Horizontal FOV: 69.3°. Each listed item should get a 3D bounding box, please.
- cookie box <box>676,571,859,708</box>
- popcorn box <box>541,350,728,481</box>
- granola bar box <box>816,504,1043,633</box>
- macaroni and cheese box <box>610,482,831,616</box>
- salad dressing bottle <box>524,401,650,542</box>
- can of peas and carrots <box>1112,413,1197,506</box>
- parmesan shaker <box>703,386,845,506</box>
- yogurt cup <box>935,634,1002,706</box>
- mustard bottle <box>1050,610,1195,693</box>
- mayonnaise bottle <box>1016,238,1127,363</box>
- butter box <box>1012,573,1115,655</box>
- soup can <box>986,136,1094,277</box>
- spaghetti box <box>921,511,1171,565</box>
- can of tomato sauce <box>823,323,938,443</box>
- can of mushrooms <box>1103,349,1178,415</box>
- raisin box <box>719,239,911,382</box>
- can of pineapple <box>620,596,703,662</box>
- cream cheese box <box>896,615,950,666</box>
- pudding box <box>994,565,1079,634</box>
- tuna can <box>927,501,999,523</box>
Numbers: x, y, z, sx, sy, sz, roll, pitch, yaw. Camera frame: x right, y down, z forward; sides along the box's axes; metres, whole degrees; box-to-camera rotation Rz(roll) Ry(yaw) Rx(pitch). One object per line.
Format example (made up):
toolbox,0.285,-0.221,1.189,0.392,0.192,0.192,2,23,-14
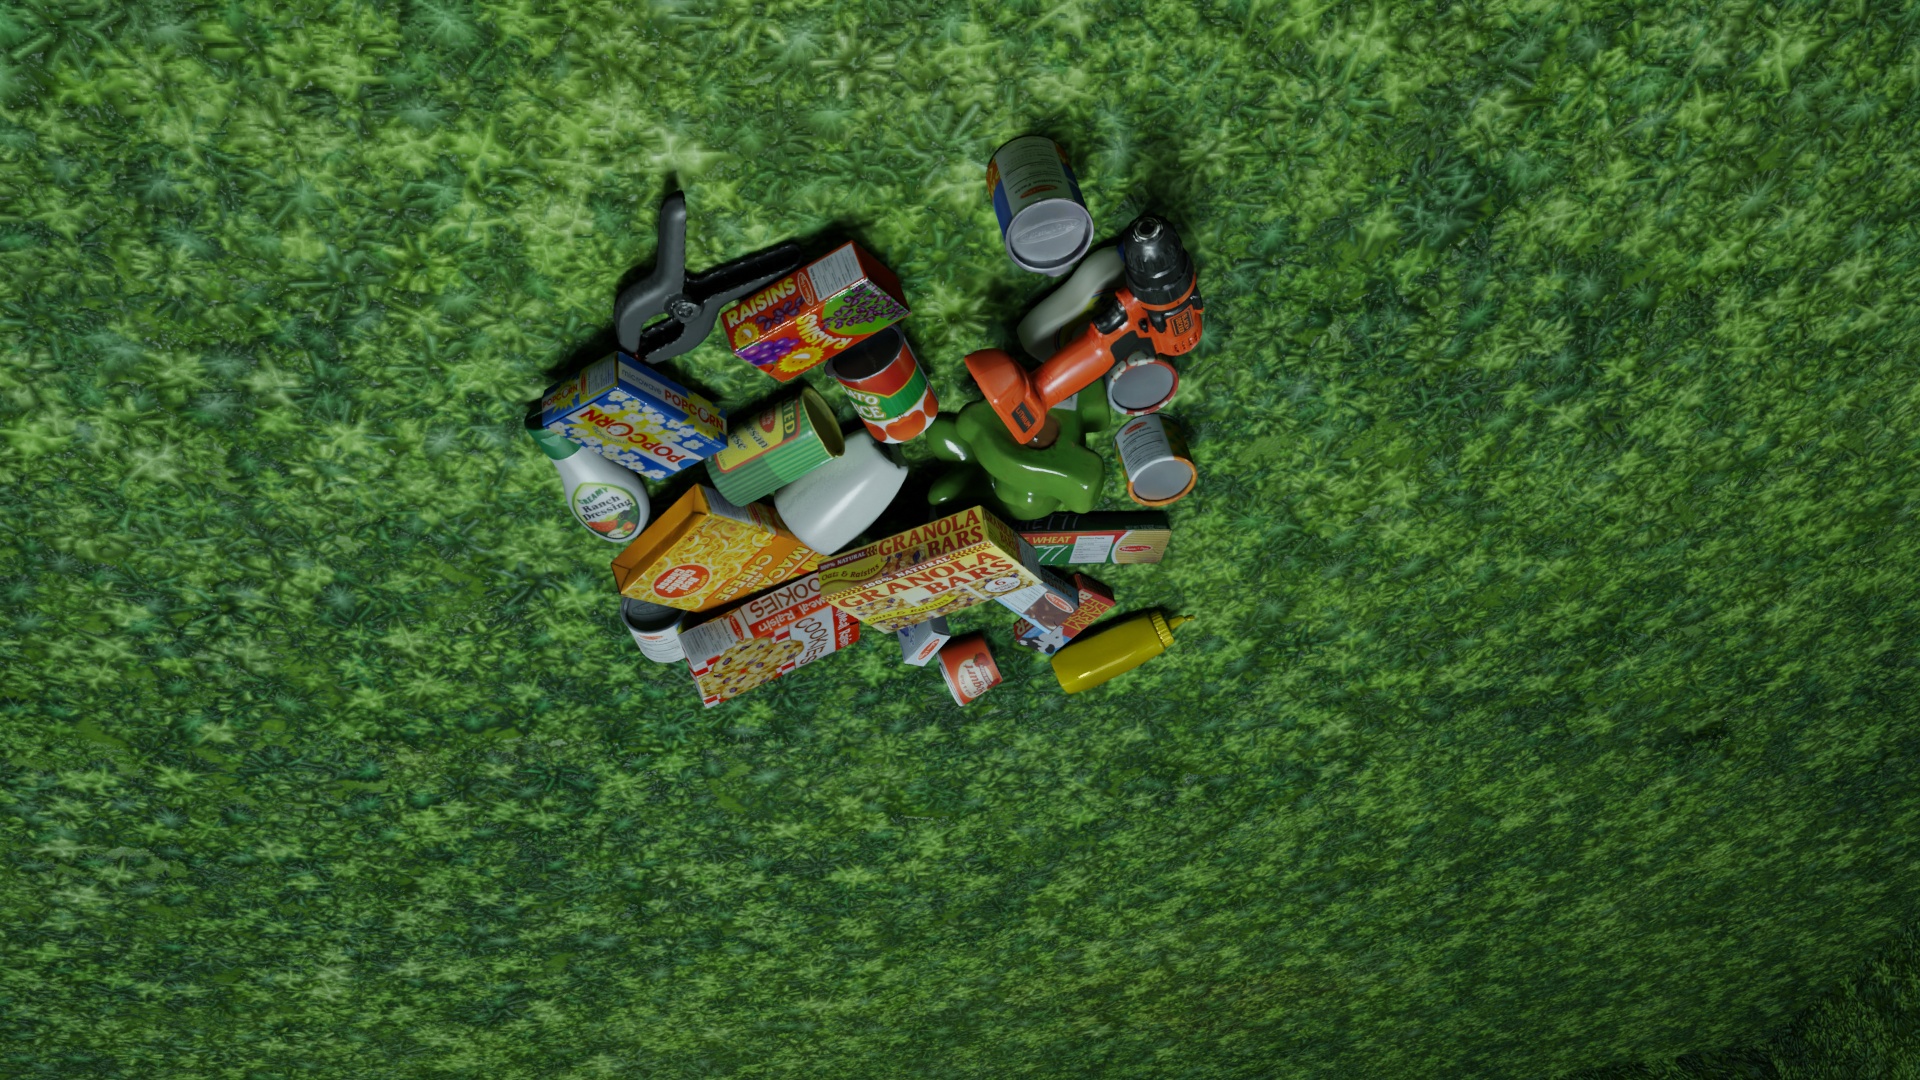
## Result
cookie box,-0.179,0.093,1.331,0.168,0.040,0.122,-24,159,-14
popcorn box,-0.263,-0.099,1.129,0.085,0.038,0.126,-22,149,28
granola bar box,-0.026,0.028,1.243,0.165,0.039,0.124,-19,154,19
macaroni and cheese box,-0.212,0.015,1.265,0.123,0.040,0.166,-39,148,23
salad dressing bottle,-0.318,-0.059,1.182,0.064,0.044,0.147,-19,138,7
can of peas and carrots,0.181,-0.072,1.284,0.071,0.059,0.070,-7,139,-6
parmesan shaker,-0.159,-0.077,1.181,0.103,0.071,0.071,-26,137,14
yogurt cup,0.010,0.134,1.469,0.054,0.073,0.072,-25,138,1
mustard bottle,0.178,0.113,1.495,0.160,0.049,0.065,-26,159,6
mayonnaise bottle,0.115,-0.203,1.134,0.065,0.041,0.147,18,132,-40
butter box,0.109,0.078,1.460,0.053,0.024,0.103,24,127,-35
soup can,0.058,-0.249,1.036,0.071,0.084,0.071,-7,139,-6
spaghetti box,0.082,-0.001,1.361,0.250,0.029,0.049,-1,137,-14
can of tomato sauce,-0.064,-0.130,1.150,0.071,0.071,0.082,-21,139,9
can of mushrooms,0.158,-0.144,1.218,0.071,0.033,0.070,-7,138,-6
raisin box,-0.112,-0.176,1.085,0.123,0.040,0.086,-26,163,15
can of pineapple,-0.282,0.073,1.320,0.071,0.071,0.057,-11,145,-2
cream cheese box,-0.043,0.065,1.345,0.024,0.104,0.053,14,133,-33
pudding box,0.073,0.053,1.401,0.083,0.030,0.049,33,122,-18
tuna can,0.005,-0.016,1.296,0.071,0.071,0.032,-1,137,-13
